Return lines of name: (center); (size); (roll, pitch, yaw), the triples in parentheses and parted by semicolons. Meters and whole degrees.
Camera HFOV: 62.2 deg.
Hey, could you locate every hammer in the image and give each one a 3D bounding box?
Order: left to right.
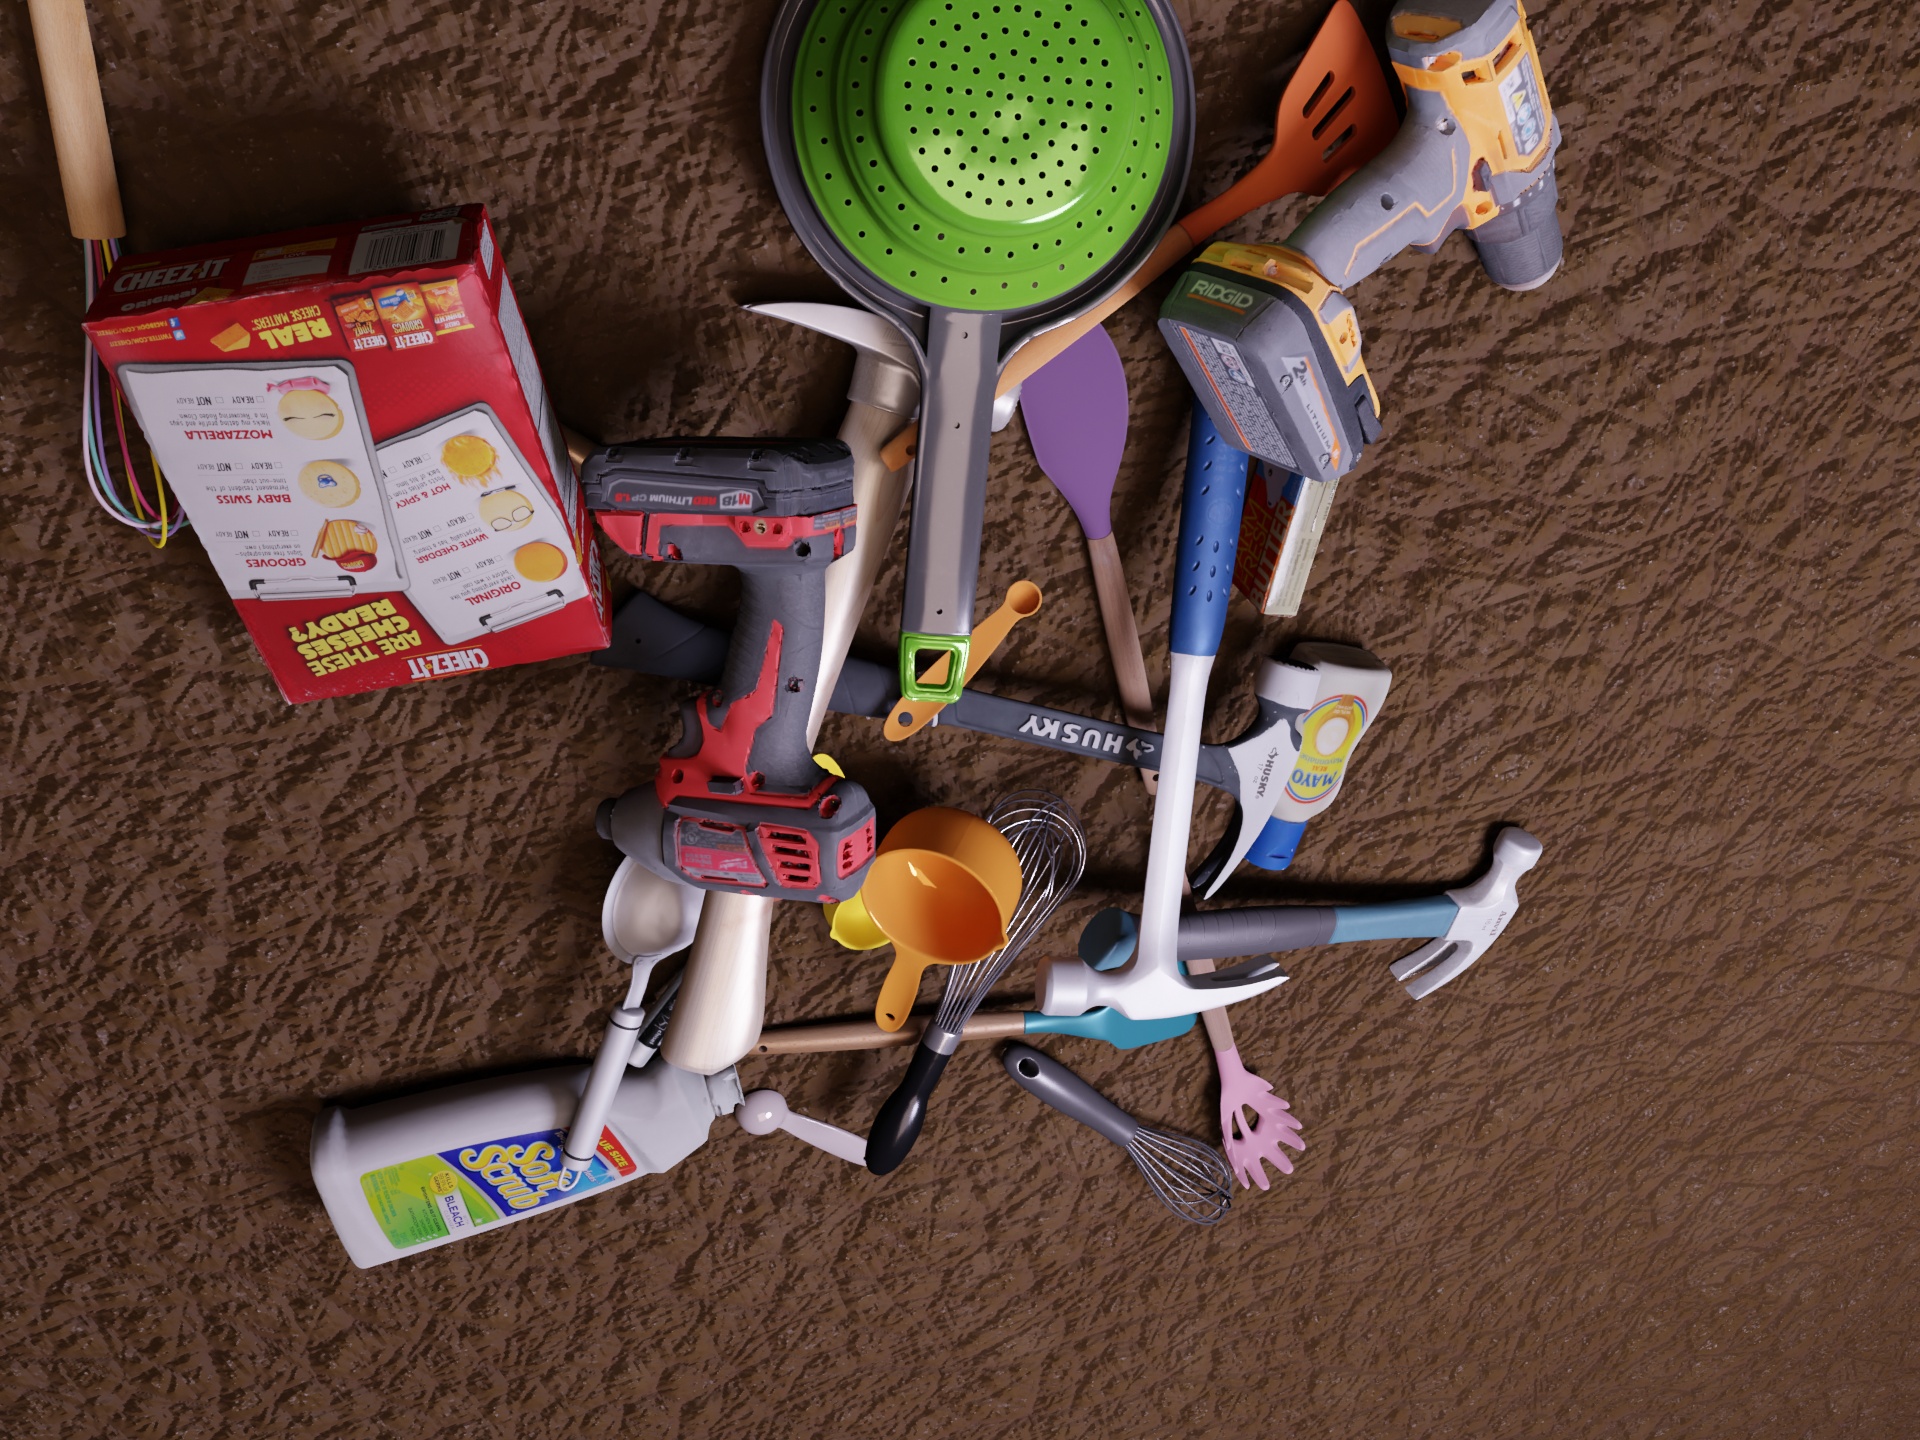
hammer: (-0.096, -0.009, 0.833); (0.146, 0.038, 0.410); (14, 100, -20)
hammer: (-0.001, -0.003, 0.897); (0.408, 0.036, 0.149); (12, 102, -14)
hammer: (0.132, -0.026, 0.879); (0.144, 0.035, 0.405); (3, 103, -11)
hammer: (0.228, 0.133, 1.040); (0.331, 0.033, 0.128); (-1, 124, -25)

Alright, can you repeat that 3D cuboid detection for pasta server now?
pasta server: (0.179, 0.208, 1.089); (0.060, 0.040, 0.316); (-30, 126, -14)

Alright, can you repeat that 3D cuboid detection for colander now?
colander: (0.007, -0.192, 0.721); (0.204, 0.094, 0.397); (3, 105, -8)

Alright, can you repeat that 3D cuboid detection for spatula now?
spatula: (0.014, 0.196, 1.055); (0.317, 0.044, 0.082); (-3, 119, -8)
spatula: (0.086, -0.086, 0.909); (0.060, 0.018, 0.315); (-20, 122, -7)
spatula: (0.089, -0.229, 0.794); (0.322, 0.041, 0.081); (-37, 124, 2)

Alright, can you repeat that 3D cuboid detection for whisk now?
whisk: (-0.376, -0.193, 0.708); (0.051, 0.047, 0.244); (-3, 117, -12)
whisk: (0.003, 0.171, 0.996); (0.070, 0.070, 0.284); (17, 107, -23)
whisk: (0.114, 0.292, 1.125); (0.238, 0.055, 0.055); (38, 104, -25)

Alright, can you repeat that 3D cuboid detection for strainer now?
strainer: (-0.191, 0.167, 0.937); (0.086, 0.050, 0.258); (5, 110, -54)

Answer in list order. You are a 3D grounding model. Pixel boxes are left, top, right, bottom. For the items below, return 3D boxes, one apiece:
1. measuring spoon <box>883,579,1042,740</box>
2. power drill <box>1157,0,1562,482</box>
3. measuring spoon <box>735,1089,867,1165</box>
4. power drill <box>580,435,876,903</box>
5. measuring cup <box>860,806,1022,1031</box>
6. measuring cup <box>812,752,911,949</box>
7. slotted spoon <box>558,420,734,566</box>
measuring spoon: (0.000, -0.032, 0.868); (0.021, 0.011, 0.117); (44, 95, -8)
power drill: (0.216, -0.227, 0.791); (0.226, 0.084, 0.185); (-51, 138, -6)
measuring spoon: (-0.098, 0.283, 1.077); (0.124, 0.018, 0.034); (31, 108, -29)
power drill: (-0.115, -0.023, 0.763); (0.143, 0.078, 0.219); (4, 105, 20)
measuring cup: (-0.018, 0.120, 0.946); (0.095, 0.052, 0.173); (25, 134, 5)
measuring cup: (-0.068, 0.073, 0.945); (0.062, 0.029, 0.156); (-26, 129, -12)
slotted spoon: (-0.206, -0.140, 0.794); (0.313, 0.031, 0.070); (30, 114, -30)
